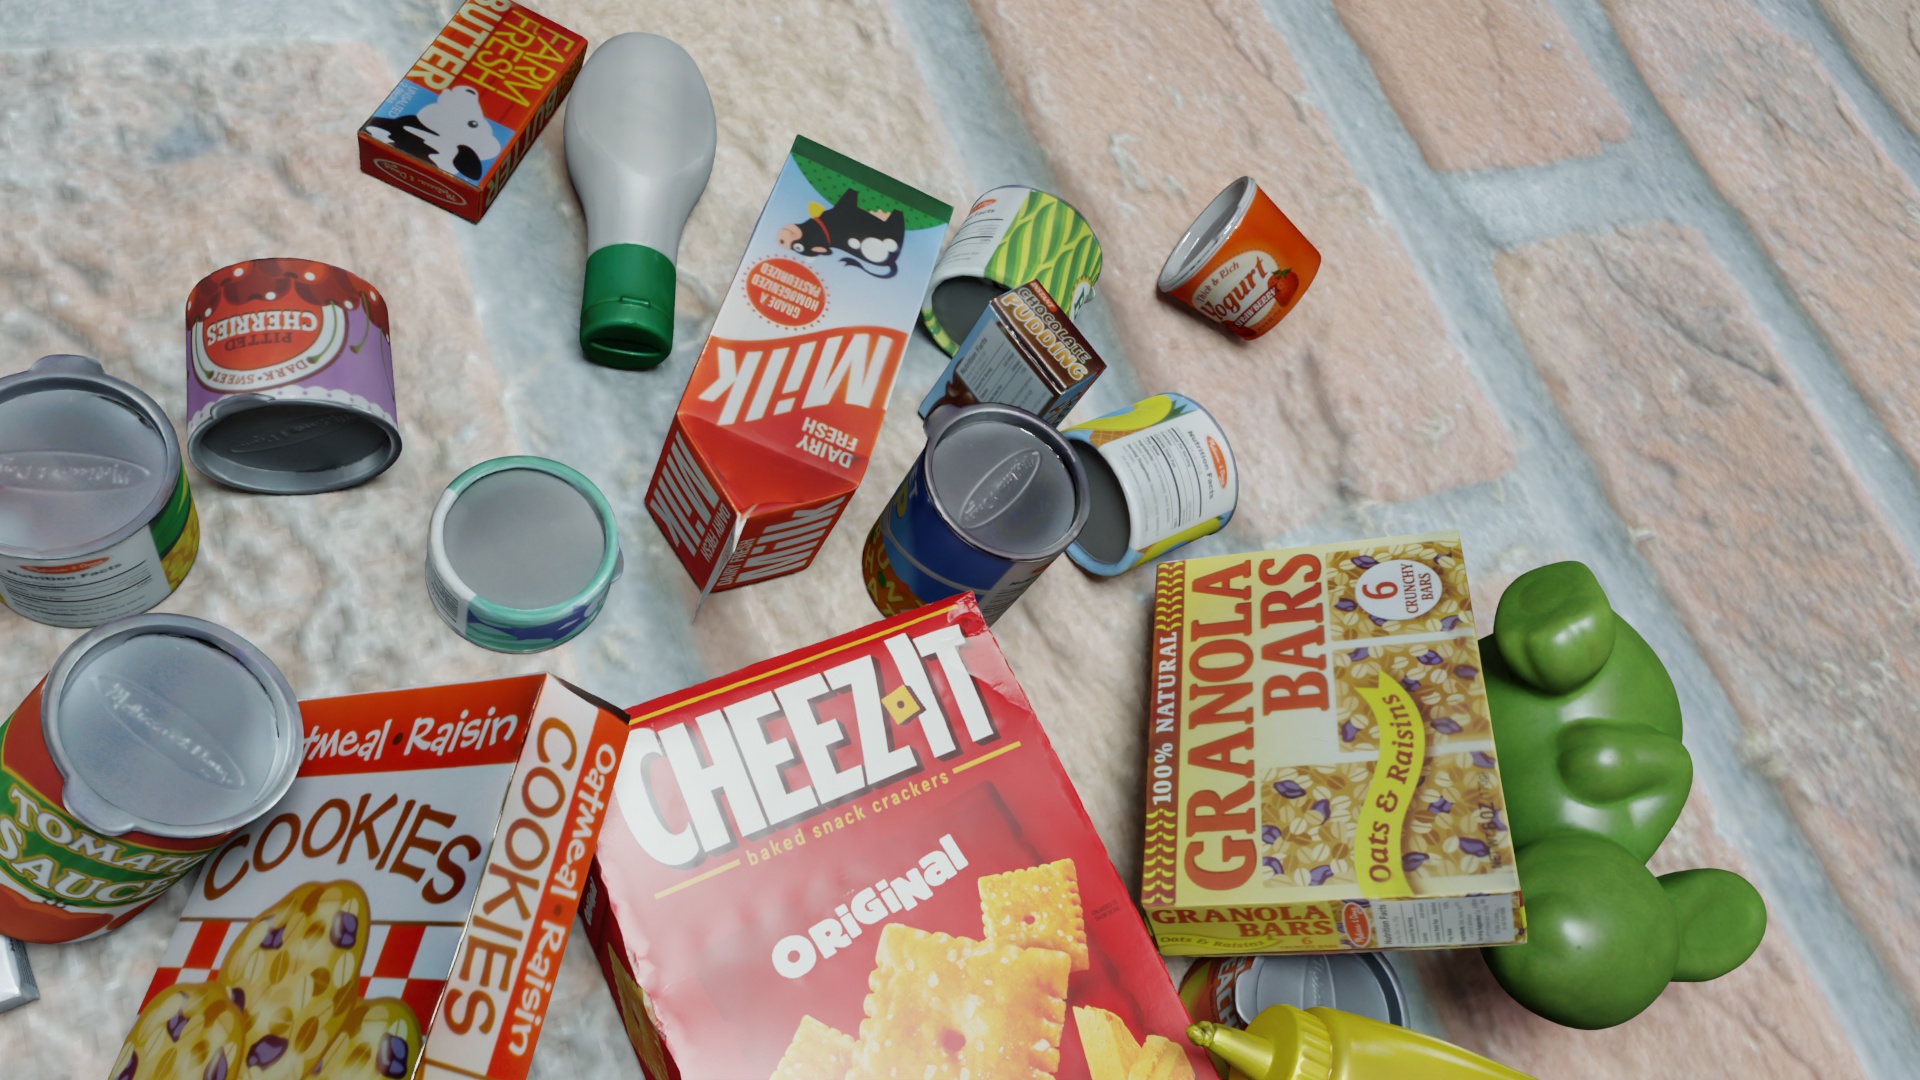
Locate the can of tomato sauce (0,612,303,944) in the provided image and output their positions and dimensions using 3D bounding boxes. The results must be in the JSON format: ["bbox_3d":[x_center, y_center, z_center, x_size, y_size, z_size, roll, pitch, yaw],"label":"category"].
[{"bbox_3d":[-0.239,0.070,0.392,0.071,0.083,0.071,36,34,-30],"label":"can of tomato sauce"}]

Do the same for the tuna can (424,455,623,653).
[{"bbox_3d":[-0.156,0.004,0.503,0.071,0.032,0.071,9,61,-17],"label":"tuna can"}]

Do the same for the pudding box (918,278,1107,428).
[{"bbox_3d":[0.019,-0.064,0.581,0.030,0.083,0.050,-32,79,-35],"label":"pudding box"}]

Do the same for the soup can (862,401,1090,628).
[{"bbox_3d":[0.002,-0.007,0.543,0.071,0.083,0.071,10,61,-18],"label":"soup can"}]

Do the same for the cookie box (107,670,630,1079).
[{"bbox_3d":[-0.171,0.123,0.388,0.040,0.123,0.168,48,43,-46],"label":"cookie box"}]

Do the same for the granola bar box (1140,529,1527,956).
[{"bbox_3d":[0.135,0.073,0.523,0.124,0.039,0.166,-7,42,17],"label":"granola bar box"}]

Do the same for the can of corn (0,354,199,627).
[{"bbox_3d":[-0.284,-0.015,0.445,0.071,0.058,0.071,9,61,-18],"label":"can of corn"}]

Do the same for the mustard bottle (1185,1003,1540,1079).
[{"bbox_3d":[0.138,0.187,0.450,0.160,0.048,0.065,29,62,-11],"label":"mustard bottle"}]

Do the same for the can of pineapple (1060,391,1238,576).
[{"bbox_3d":[0.074,-0.024,0.595,0.058,0.070,0.071,-21,74,-29],"label":"can of pineapple"}]

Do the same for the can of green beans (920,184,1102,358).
[{"bbox_3d":[0.023,-0.114,0.618,0.071,0.071,0.058,31,58,-5],"label":"can of green beans"}]

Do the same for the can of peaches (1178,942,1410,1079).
[{"bbox_3d":[0.118,0.177,0.511,0.071,0.057,0.071,9,62,-18],"label":"can of peaches"}]

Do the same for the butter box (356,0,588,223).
[{"bbox_3d":[-0.204,-0.186,0.588,0.053,0.024,0.104,25,57,-8],"label":"butter box"}]

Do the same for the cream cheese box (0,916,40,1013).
[{"bbox_3d":[-0.309,0.094,0.399,0.053,0.024,0.104,-17,72,-30],"label":"cream cheese box"}]

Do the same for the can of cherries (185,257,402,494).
[{"bbox_3d":[-0.232,-0.057,0.481,0.071,0.071,0.058,-4,66,-24],"label":"can of cherries"}]

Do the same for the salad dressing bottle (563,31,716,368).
[{"bbox_3d":[-0.136,-0.143,0.583,0.064,0.043,0.148,8,63,-21],"label":"salad dressing bottle"}]

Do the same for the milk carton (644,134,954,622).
[{"bbox_3d":[-0.068,-0.061,0.550,0.073,0.072,0.191,23,58,-11],"label":"milk carton"}]

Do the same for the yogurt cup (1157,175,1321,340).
[{"bbox_3d":[0.138,-0.135,0.679,0.054,0.072,0.073,36,56,-11],"label":"yogurt cup"}]
